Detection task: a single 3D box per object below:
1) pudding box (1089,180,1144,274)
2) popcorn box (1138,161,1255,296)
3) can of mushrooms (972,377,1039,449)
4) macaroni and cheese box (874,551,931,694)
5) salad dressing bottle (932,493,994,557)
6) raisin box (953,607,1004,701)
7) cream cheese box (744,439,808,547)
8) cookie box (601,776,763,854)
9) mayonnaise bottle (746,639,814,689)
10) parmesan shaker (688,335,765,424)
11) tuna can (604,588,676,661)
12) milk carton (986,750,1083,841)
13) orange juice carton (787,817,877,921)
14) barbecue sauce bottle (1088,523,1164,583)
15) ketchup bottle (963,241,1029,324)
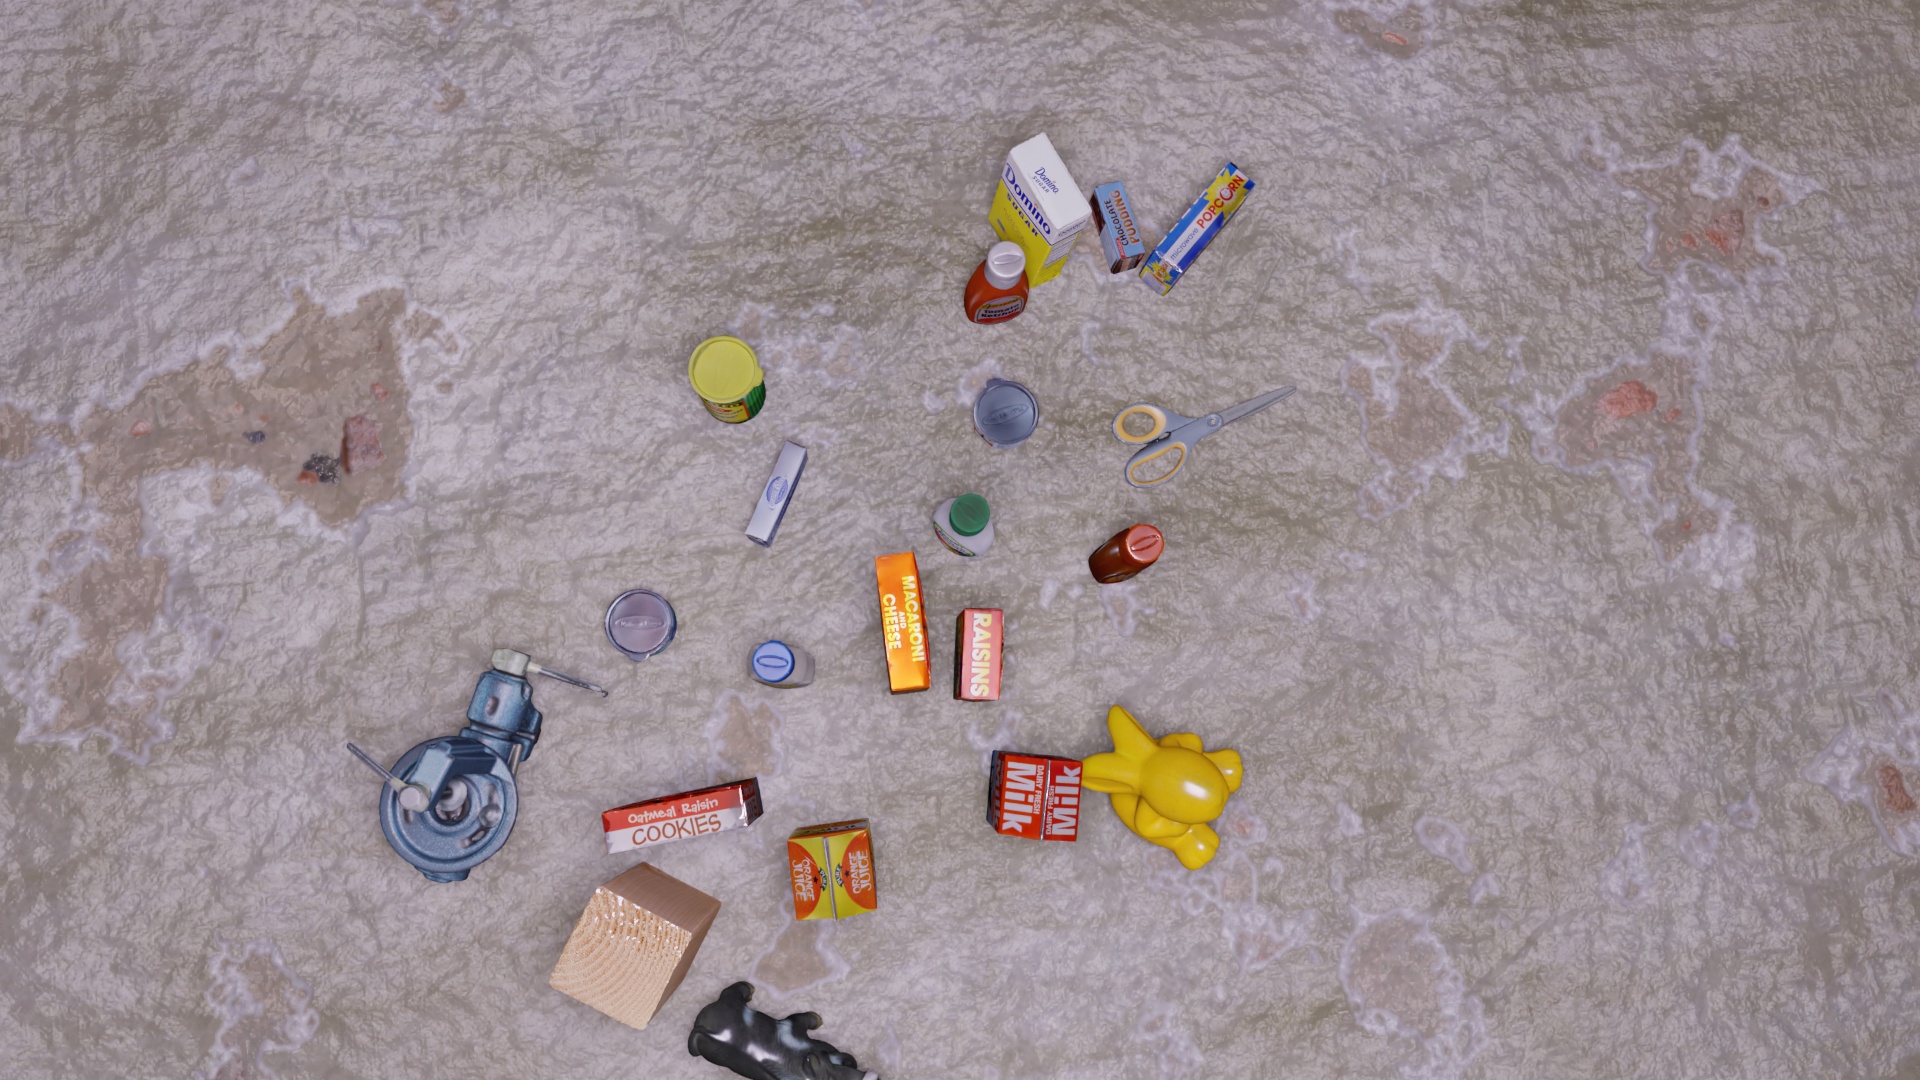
[{"bbox_3d":[0.162,-0.325,1.441,0.030,0.049,0.084,-16,83,-5],"label":"pudding box"},{"bbox_3d":[0.242,-0.318,1.427,0.038,0.085,0.127,40,82,2],"label":"popcorn box"},{"bbox_3d":[0.045,-0.129,1.414,0.071,0.033,0.071,0,82,-3],"label":"can of mushrooms"},{"bbox_3d":[-0.054,0.081,1.311,0.040,0.166,0.124,-7,83,-4],"label":"macaroni and cheese box"},{"bbox_3d":[0.005,-0.017,1.338,0.064,0.147,0.044,40,82,2],"label":"salad dressing bottle"},{"bbox_3d":[0.017,0.112,1.332,0.040,0.123,0.086,3,82,-3],"label":"raisin box"},{"bbox_3d":[-0.181,-0.045,1.378,0.024,0.053,0.104,23,81,0],"label":"cream cheese box"},{"bbox_3d":[-0.251,0.250,1.274,0.123,0.167,0.040,-11,83,-5],"label":"cookie box"},{"bbox_3d":[-0.172,0.117,1.308,0.065,0.148,0.041,6,82,-2],"label":"mayonnaise bottle"},{"bbox_3d":[-0.225,-0.155,1.366,0.071,0.103,0.071,0,82,-3],"label":"parmesan shaker"},{"bbox_3d":[-0.313,0.084,1.362,0.071,0.033,0.071,0,82,-3],"label":"tuna can"},{"bbox_3d":[0.068,0.235,1.284,0.073,0.190,0.072,6,82,-2],"label":"milk carton"},{"bbox_3d":[-0.115,0.298,1.262,0.073,0.192,0.072,-7,83,-4],"label":"orange juice carton"},{"bbox_3d":[0.164,0.011,1.343,0.065,0.148,0.043,-22,84,-6],"label":"barbecue sauce bottle"},{"bbox_3d":[0.039,-0.255,1.373,0.065,0.148,0.043,-12,83,-5],"label":"ketchup bottle"}]
